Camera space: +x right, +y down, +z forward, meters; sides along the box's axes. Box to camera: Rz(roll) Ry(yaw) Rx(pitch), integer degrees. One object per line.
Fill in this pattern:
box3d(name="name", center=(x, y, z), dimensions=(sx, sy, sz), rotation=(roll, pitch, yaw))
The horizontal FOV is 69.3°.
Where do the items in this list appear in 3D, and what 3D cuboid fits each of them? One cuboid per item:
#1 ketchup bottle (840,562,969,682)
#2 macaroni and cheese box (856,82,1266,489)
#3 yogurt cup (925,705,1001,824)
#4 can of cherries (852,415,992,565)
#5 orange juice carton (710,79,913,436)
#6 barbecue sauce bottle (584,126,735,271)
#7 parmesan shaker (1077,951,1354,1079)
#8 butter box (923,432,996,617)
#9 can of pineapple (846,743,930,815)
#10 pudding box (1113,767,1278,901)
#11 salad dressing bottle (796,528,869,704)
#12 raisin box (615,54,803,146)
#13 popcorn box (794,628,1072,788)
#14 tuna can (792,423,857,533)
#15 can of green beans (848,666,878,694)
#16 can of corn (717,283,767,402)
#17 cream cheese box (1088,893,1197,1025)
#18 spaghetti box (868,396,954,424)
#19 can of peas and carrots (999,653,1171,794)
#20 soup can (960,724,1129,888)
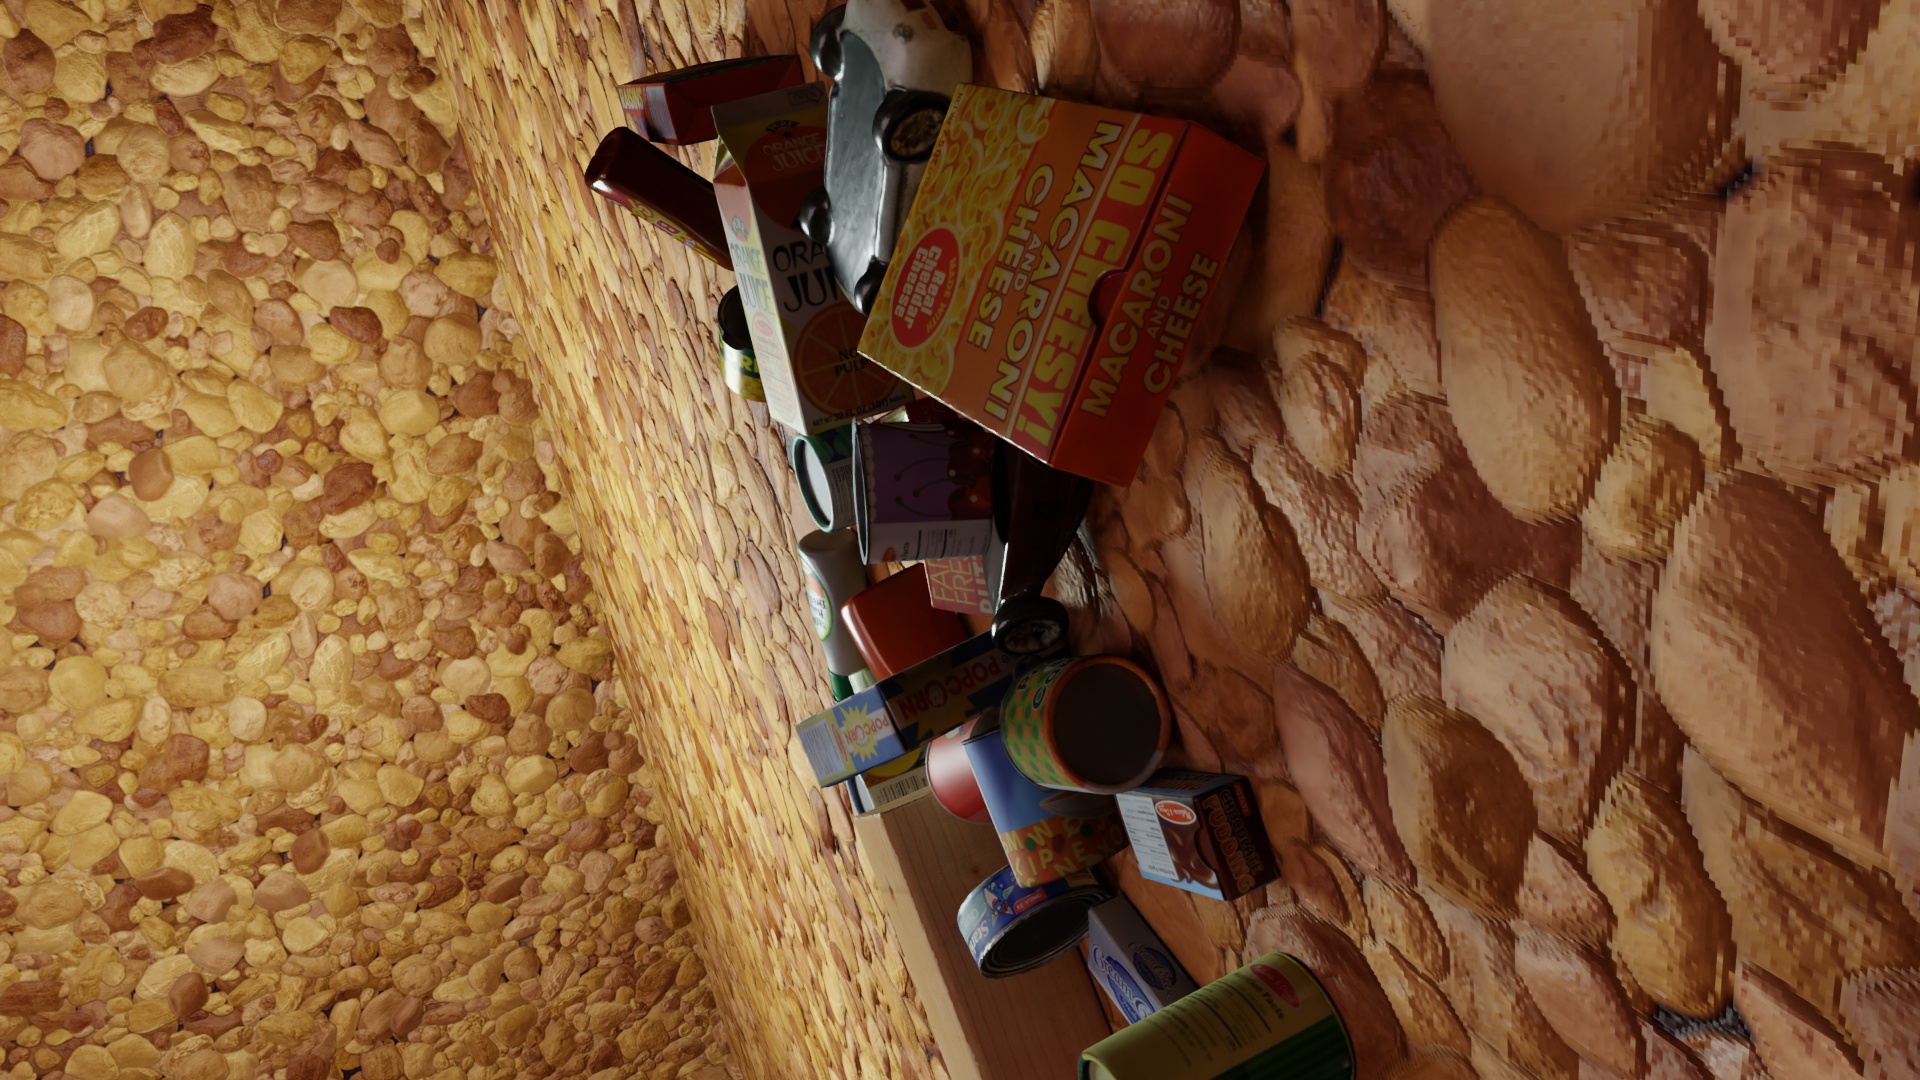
box3d(name="ketchup bottle", center=(-0.013, 0.090, 0.867), dimensions=(0.149, 0.065, 0.043), rotation=(60, 152, 6))
box3d(name="macaroni and cheese box", center=(0.028, -0.104, 0.533), dimensions=(0.167, 0.040, 0.123), rotation=(37, 108, 56))
box3d(name="yogurt cup", center=(0.020, 0.128, 0.810), dimensions=(0.072, 0.072, 0.053), rotation=(67, 151, 10))
box3d(name="can of cherries", center=(-0.019, -0.026, 0.646), dimensions=(0.071, 0.058, 0.071), rotation=(178, 87, -82))
box3d(name="orange juice carton", center=(-0.091, -0.166, 0.818), dimensions=(0.073, 0.072, 0.192), rotation=(29, 135, 60))
box3d(name="barbecue sauce bottle", center=(-0.162, -0.204, 0.881), dimensions=(0.043, 0.148, 0.065), rotation=(-61, 30, 1))
box3d(name="parmesan shaker", center=(0.110, 0.233, 0.615), dimensions=(0.071, 0.103, 0.071), rotation=(51, 152, 41))
box3d(name="butter box", center=(0.003, -0.009, 0.756), dimensions=(0.053, 0.024, 0.103), rotation=(6, 118, 34))
box3d(name="can of pineapple", center=(-0.048, 0.185, 1.039), dimensions=(0.071, 0.058, 0.070), rotation=(52, 153, 41))
box3d(name="pudding box", center=(0.107, 0.134, 0.642), dimensions=(0.083, 0.030, 0.049), rotation=(-18, 90, 69))
box3d(name="salad dressing bottle", center=(-0.089, 0.063, 1.055), dimensions=(0.064, 0.044, 0.147), rotation=(37, 142, 54))
box3d(name="raisin box", center=(-0.157, -0.276, 0.869), dimensions=(0.123, 0.086, 0.040), rotation=(32, 138, 59))
box3d(name="popcorn box", center=(-0.012, 0.081, 0.730), dimensions=(0.085, 0.127, 0.038), rotation=(-31, 83, 49))
box3d(name="tuna can", center=(-0.079, -0.041, 0.866), dimensions=(0.071, 0.033, 0.070), rotation=(50, 150, 43))
box3d(name="can of green beans", center=(-0.034, 0.105, 0.921), dimensions=(0.058, 0.071, 0.071), rotation=(69, 159, 4))
box3d(name="can of corn", center=(-0.136, -0.136, 0.959), dimensions=(0.071, 0.071, 0.058), rotation=(60, 158, 26))
box3d(name="cream cheese box", center=(0.105, 0.247, 0.753), dimensions=(0.104, 0.024, 0.053), rotation=(48, 149, 47))
box3d(name="spaghetti box", center=(-0.055, -0.048, 0.892), dimensions=(0.249, 0.029, 0.050), rotation=(-12, 96, 69))
box3d(name="can of peas and carrots", center=(0.059, 0.086, 0.668), dimensions=(0.058, 0.071, 0.071), rotation=(-20, 89, 69))
box3d(name="soup can", center=(0.048, 0.133, 0.742), dimensions=(0.084, 0.071, 0.071), rotation=(67, 159, 7))
